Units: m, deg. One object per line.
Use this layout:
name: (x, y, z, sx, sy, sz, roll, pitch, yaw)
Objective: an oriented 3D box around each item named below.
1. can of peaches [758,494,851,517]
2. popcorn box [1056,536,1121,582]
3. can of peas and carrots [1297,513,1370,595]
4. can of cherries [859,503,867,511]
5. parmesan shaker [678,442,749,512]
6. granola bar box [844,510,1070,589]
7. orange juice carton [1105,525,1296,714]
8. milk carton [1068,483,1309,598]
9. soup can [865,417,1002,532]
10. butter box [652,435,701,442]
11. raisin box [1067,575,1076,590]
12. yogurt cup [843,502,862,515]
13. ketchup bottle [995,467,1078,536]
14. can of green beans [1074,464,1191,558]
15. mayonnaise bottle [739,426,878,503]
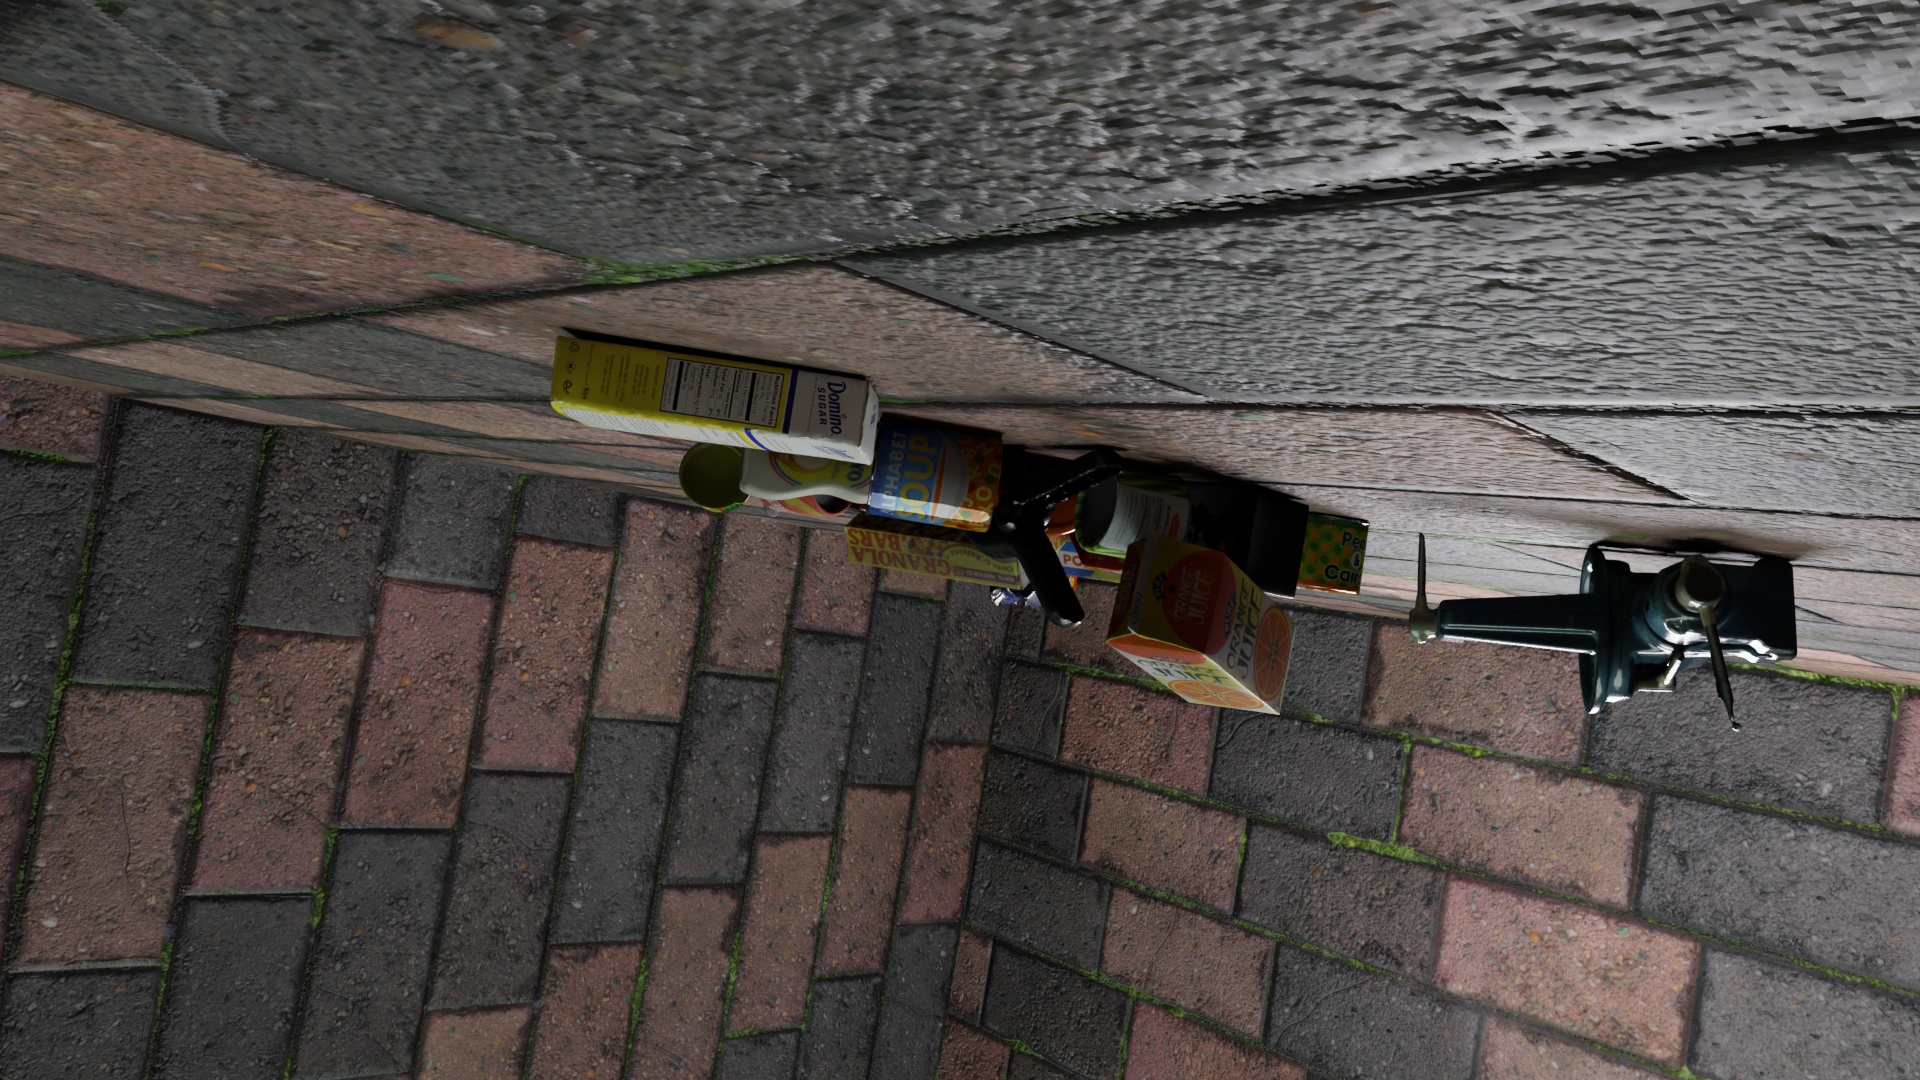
can of peaches: (-0.122, -0.051, 1.103, 0.058, 0.071, 0.071, 6, 176, 33)
popcorn box: (0.116, -0.004, 1.212, 0.127, 0.038, 0.085, 8, -149, 25)
can of peas and carrots: (0.294, 0.011, 1.118, 0.071, 0.058, 0.071, 9, 178, 0)
can of cherries: (-0.037, -0.046, 1.043, 0.071, 0.058, 0.071, 10, 178, 1)
parmesan shaker: (-0.234, -0.059, 1.350, 0.071, 0.071, 0.103, 10, 177, -6)
granola bar box: (0.004, -0.015, 1.174, 0.165, 0.039, 0.125, 8, -149, 29)
orange juice carton: (0.161, 0.057, 0.951, 0.073, 0.072, 0.192, 4, 161, 34)
milk carton: (0.162, -0.005, 1.065, 0.072, 0.073, 0.190, 12, 176, -44)
soup can: (-0.018, -0.043, 0.929, 0.084, 0.071, 0.071, 9, 177, -3)
butter box: (-0.241, -0.096, 1.056, 0.053, 0.024, 0.103, 6, 176, 38)
raisin box: (0.064, 0.002, 1.464, 0.123, 0.086, 0.040, 8, 175, 21)
yogurt cup: (-0.107, -0.052, 1.218, 0.072, 0.054, 0.072, 9, 177, 1)
ketchup bottle: (0.049, -0.035, 1.073, 0.065, 0.043, 0.149, -19, -167, -18)
can of green beans: (0.120, -0.019, 0.975, 0.058, 0.071, 0.071, 11, 177, -22)
mayonnaise bottle: (-0.079, -0.056, 0.980, 0.148, 0.065, 0.041, 6, 174, -13)
